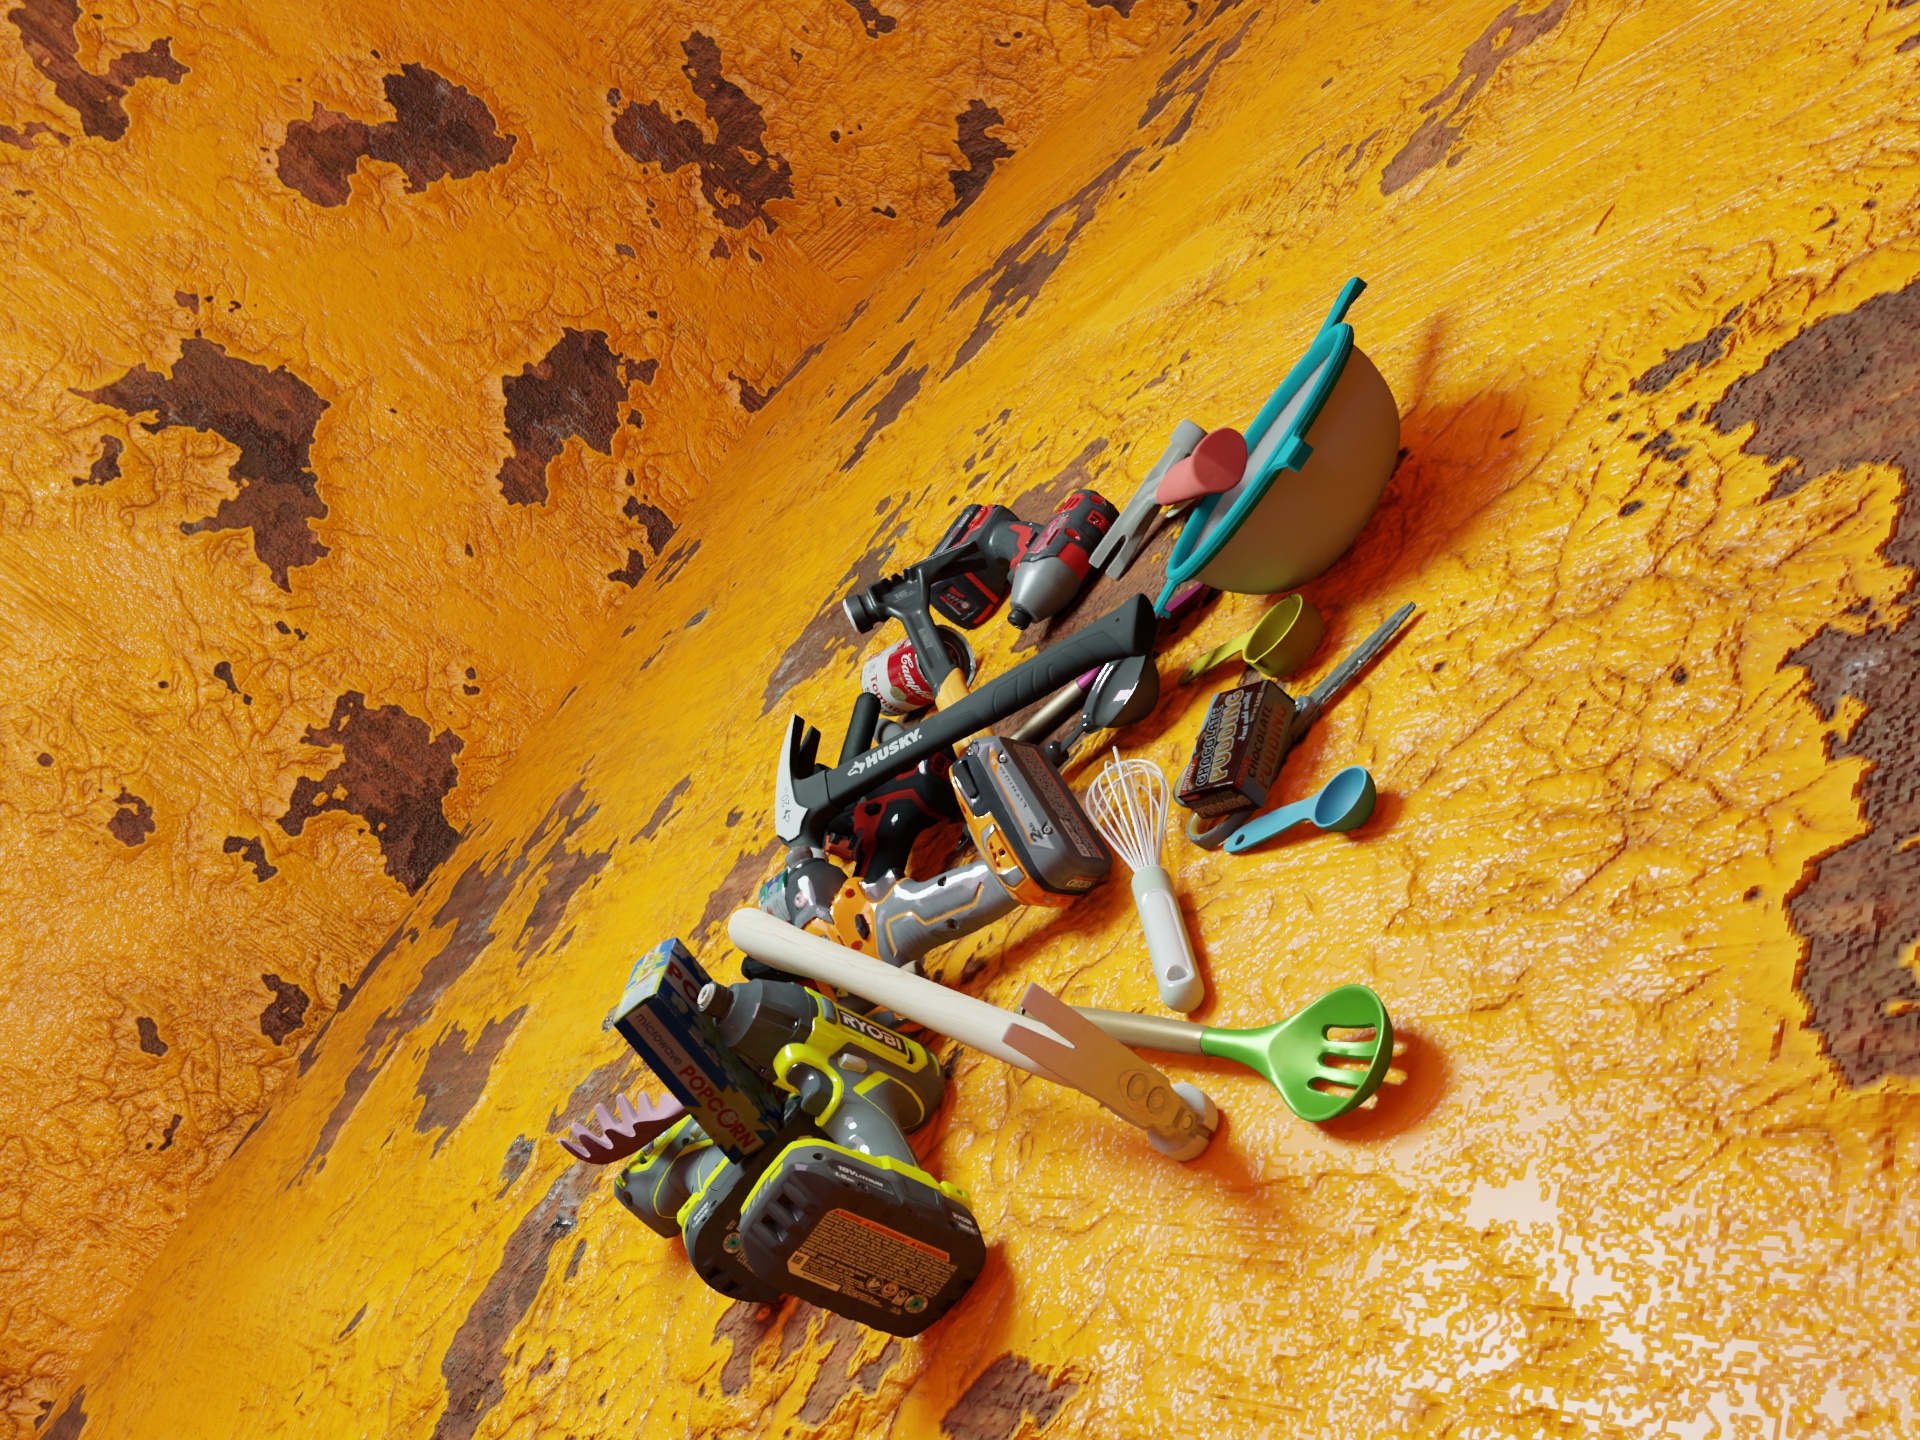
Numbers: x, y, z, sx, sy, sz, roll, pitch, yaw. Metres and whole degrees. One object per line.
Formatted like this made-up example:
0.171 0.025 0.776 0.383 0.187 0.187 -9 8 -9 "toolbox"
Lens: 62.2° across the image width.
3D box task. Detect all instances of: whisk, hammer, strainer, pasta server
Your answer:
0.118 0.095 0.996 0.058 0.059 0.247 -17 31 6 "whisk"
0.163 -0.175 1.217 0.149 0.036 0.359 -57 3 5 "hammer"
0.080 0.020 1.208 0.258 0.050 0.087 -45 19 26 "strainer"
0.266 -0.206 1.145 0.340 0.095 0.211 -58 3 -37 "strainer"
0.005 -0.015 1.253 0.127 0.034 0.337 -25 45 2 "hammer"
-0.036 0.159 0.945 0.411 0.146 0.038 9 65 53 "hammer"
-0.155 0.237 1.106 0.316 0.040 0.060 -33 4 21 "pasta server"
-0.002 -0.004 1.187 0.335 0.035 0.146 -29 49 21 "hammer"
-0.050 0.022 1.453 0.055 0.055 0.239 -50 17 -3 "whisk"

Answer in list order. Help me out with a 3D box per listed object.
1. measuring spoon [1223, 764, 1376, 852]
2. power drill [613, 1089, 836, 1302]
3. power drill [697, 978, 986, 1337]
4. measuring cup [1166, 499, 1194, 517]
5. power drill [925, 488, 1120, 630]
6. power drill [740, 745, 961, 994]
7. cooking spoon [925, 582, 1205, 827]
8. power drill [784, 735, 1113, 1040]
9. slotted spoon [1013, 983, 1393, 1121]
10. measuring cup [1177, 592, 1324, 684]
0.201 0.062 0.936 0.128 0.021 0.042 -34 24 55 "measuring spoon"
-0.147 0.298 1.127 0.190 0.080 0.228 -49 18 -15 "power drill"
-0.076 0.244 0.949 0.080 0.171 0.223 -54 23 13 "power drill"
0.225 -0.191 1.297 0.083 0.038 0.167 -60 13 -27 "measuring cup"
0.051 -0.145 1.505 0.143 0.078 0.220 -55 24 -15 "power drill"
-0.089 0.126 1.287 0.188 0.080 0.227 -21 37 51 "power drill"
0.080 -0.011 1.286 0.319 0.017 0.069 -41 2 21 "cooking spoon"
-0.024 0.109 1.108 0.226 0.084 0.164 -41 65 19 "power drill"
0.120 0.170 0.866 0.314 0.031 0.070 -9 55 58 "slotted spoon"
0.200 -0.043 1.111 0.062 0.029 0.156 -59 11 -24 "measuring cup"
